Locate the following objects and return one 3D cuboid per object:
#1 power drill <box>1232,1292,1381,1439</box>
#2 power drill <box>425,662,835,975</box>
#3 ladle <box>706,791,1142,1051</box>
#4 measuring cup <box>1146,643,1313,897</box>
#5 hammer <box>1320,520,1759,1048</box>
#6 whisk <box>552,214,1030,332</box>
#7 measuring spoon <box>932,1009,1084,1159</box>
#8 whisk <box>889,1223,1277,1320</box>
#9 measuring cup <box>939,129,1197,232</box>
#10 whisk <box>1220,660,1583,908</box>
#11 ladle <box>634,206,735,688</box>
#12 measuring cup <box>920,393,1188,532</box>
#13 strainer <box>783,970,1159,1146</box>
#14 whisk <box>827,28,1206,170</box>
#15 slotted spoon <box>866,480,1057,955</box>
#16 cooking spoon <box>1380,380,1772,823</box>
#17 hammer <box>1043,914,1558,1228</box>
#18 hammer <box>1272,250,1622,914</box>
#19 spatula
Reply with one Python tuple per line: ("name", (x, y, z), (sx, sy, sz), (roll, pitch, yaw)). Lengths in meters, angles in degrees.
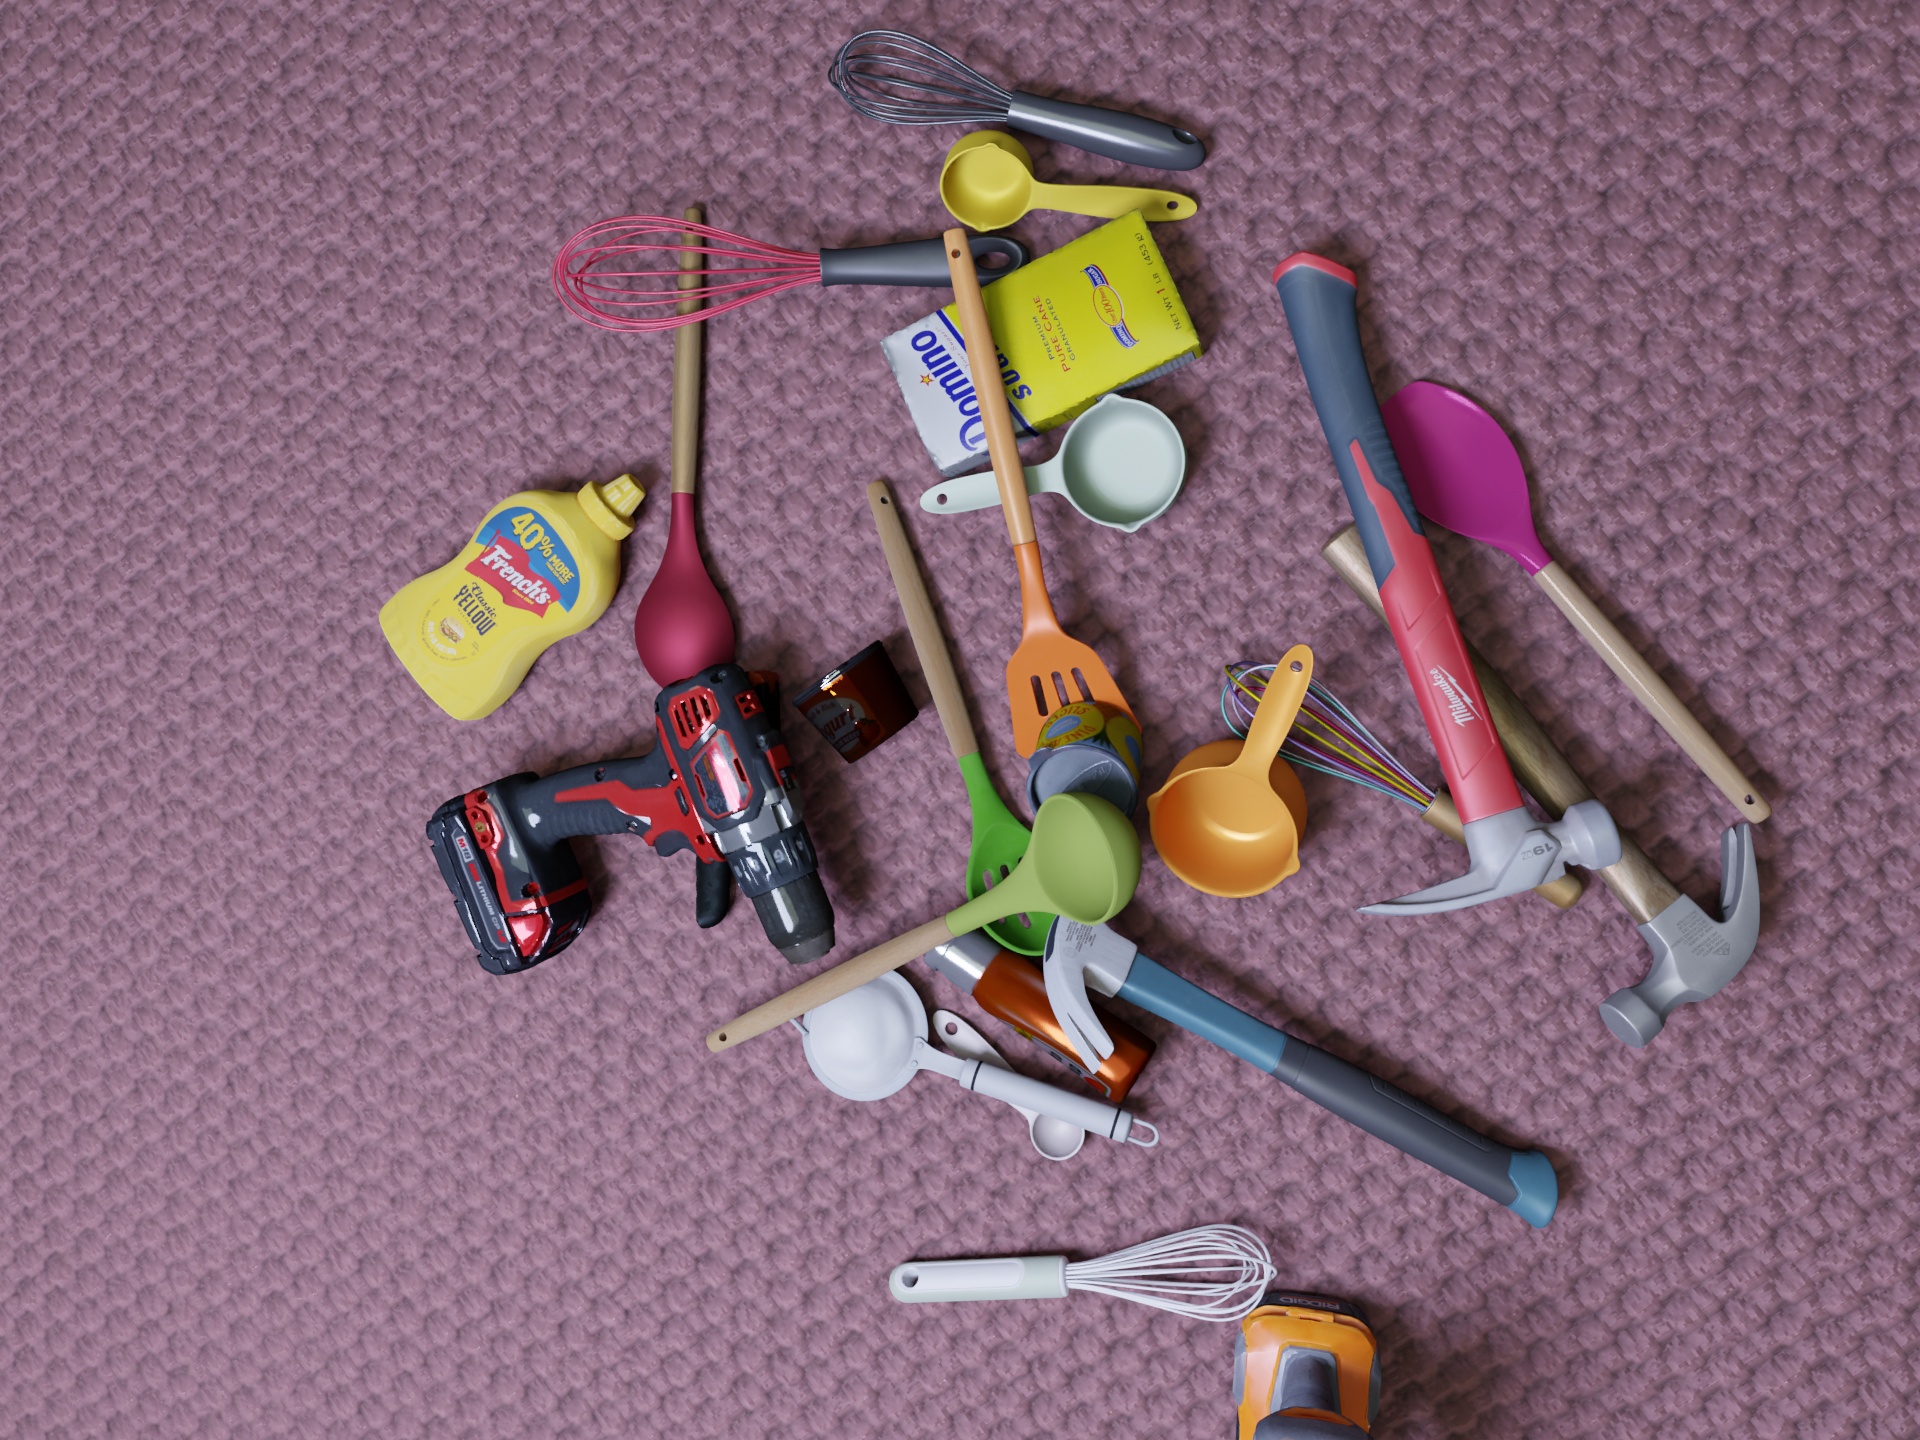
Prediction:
("power drill", (0.188, 0.428, 0.871), (0.084, 0.226, 0.164), (4, 93, 11))
("power drill", (-0.195, 0.086, 0.984), (0.226, 0.080, 0.188), (-22, 92, 16))
("ladle", (-0.032, 0.134, 0.951), (0.320, 0.062, 0.078), (-29, 75, 20))
("measuring cup", (0.172, 0.021, 0.919), (0.095, 0.052, 0.173), (24, 122, 11))
("hammer", (0.327, 0.016, 0.915), (0.130, 0.031, 0.331), (-36, 80, -9))
("whisk", (-0.105, -0.279, 0.981), (0.296, 0.073, 0.073), (-2, 92, 0))
("measuring spoon", (0.030, 0.228, 1.008), (0.124, 0.018, 0.034), (42, 95, 14))
("whisk", (0.072, 0.344, 0.986), (0.246, 0.059, 0.058), (-8, 52, 16))
("measuring cup", (0.066, -0.326, 0.968), (0.156, 0.062, 0.029), (5, 52, -2))
("whisk", (0.257, 0.038, 0.936), (0.245, 0.047, 0.051), (34, 80, 4))
("ladle", (-0.176, -0.172, 1.027), (0.069, 0.031, 0.315), (2, 91, 11))
("measuring cup", (0.058, -0.148, 0.976), (0.167, 0.038, 0.083), (-9, 93, 19))
("strainer", (-0.001, 0.215, 0.988), (0.258, 0.050, 0.087), (16, 89, 12))
("whisk", (0.034, -0.373, 0.968), (0.239, 0.055, 0.055), (17, 95, 6))
("slotted spoon", (-0.002, -0.003, 0.994), (0.070, 0.031, 0.314), (-17, 85, -22))
("cooking spoon", (0.354, -0.068, 0.919), (0.069, 0.017, 0.319), (-39, 81, 6))
("hammer", (0.199, 0.201, 0.937), (0.331, 0.128, 0.033), (28, 140, 3))
("hammer", (0.237, -0.084, 0.904), (0.143, 0.038, 0.386), (-18, 79, 6))
("spatula", (0.035, -0.131, 0.952), (0.081, 0.041, 0.322), (-11, 98, 18))
